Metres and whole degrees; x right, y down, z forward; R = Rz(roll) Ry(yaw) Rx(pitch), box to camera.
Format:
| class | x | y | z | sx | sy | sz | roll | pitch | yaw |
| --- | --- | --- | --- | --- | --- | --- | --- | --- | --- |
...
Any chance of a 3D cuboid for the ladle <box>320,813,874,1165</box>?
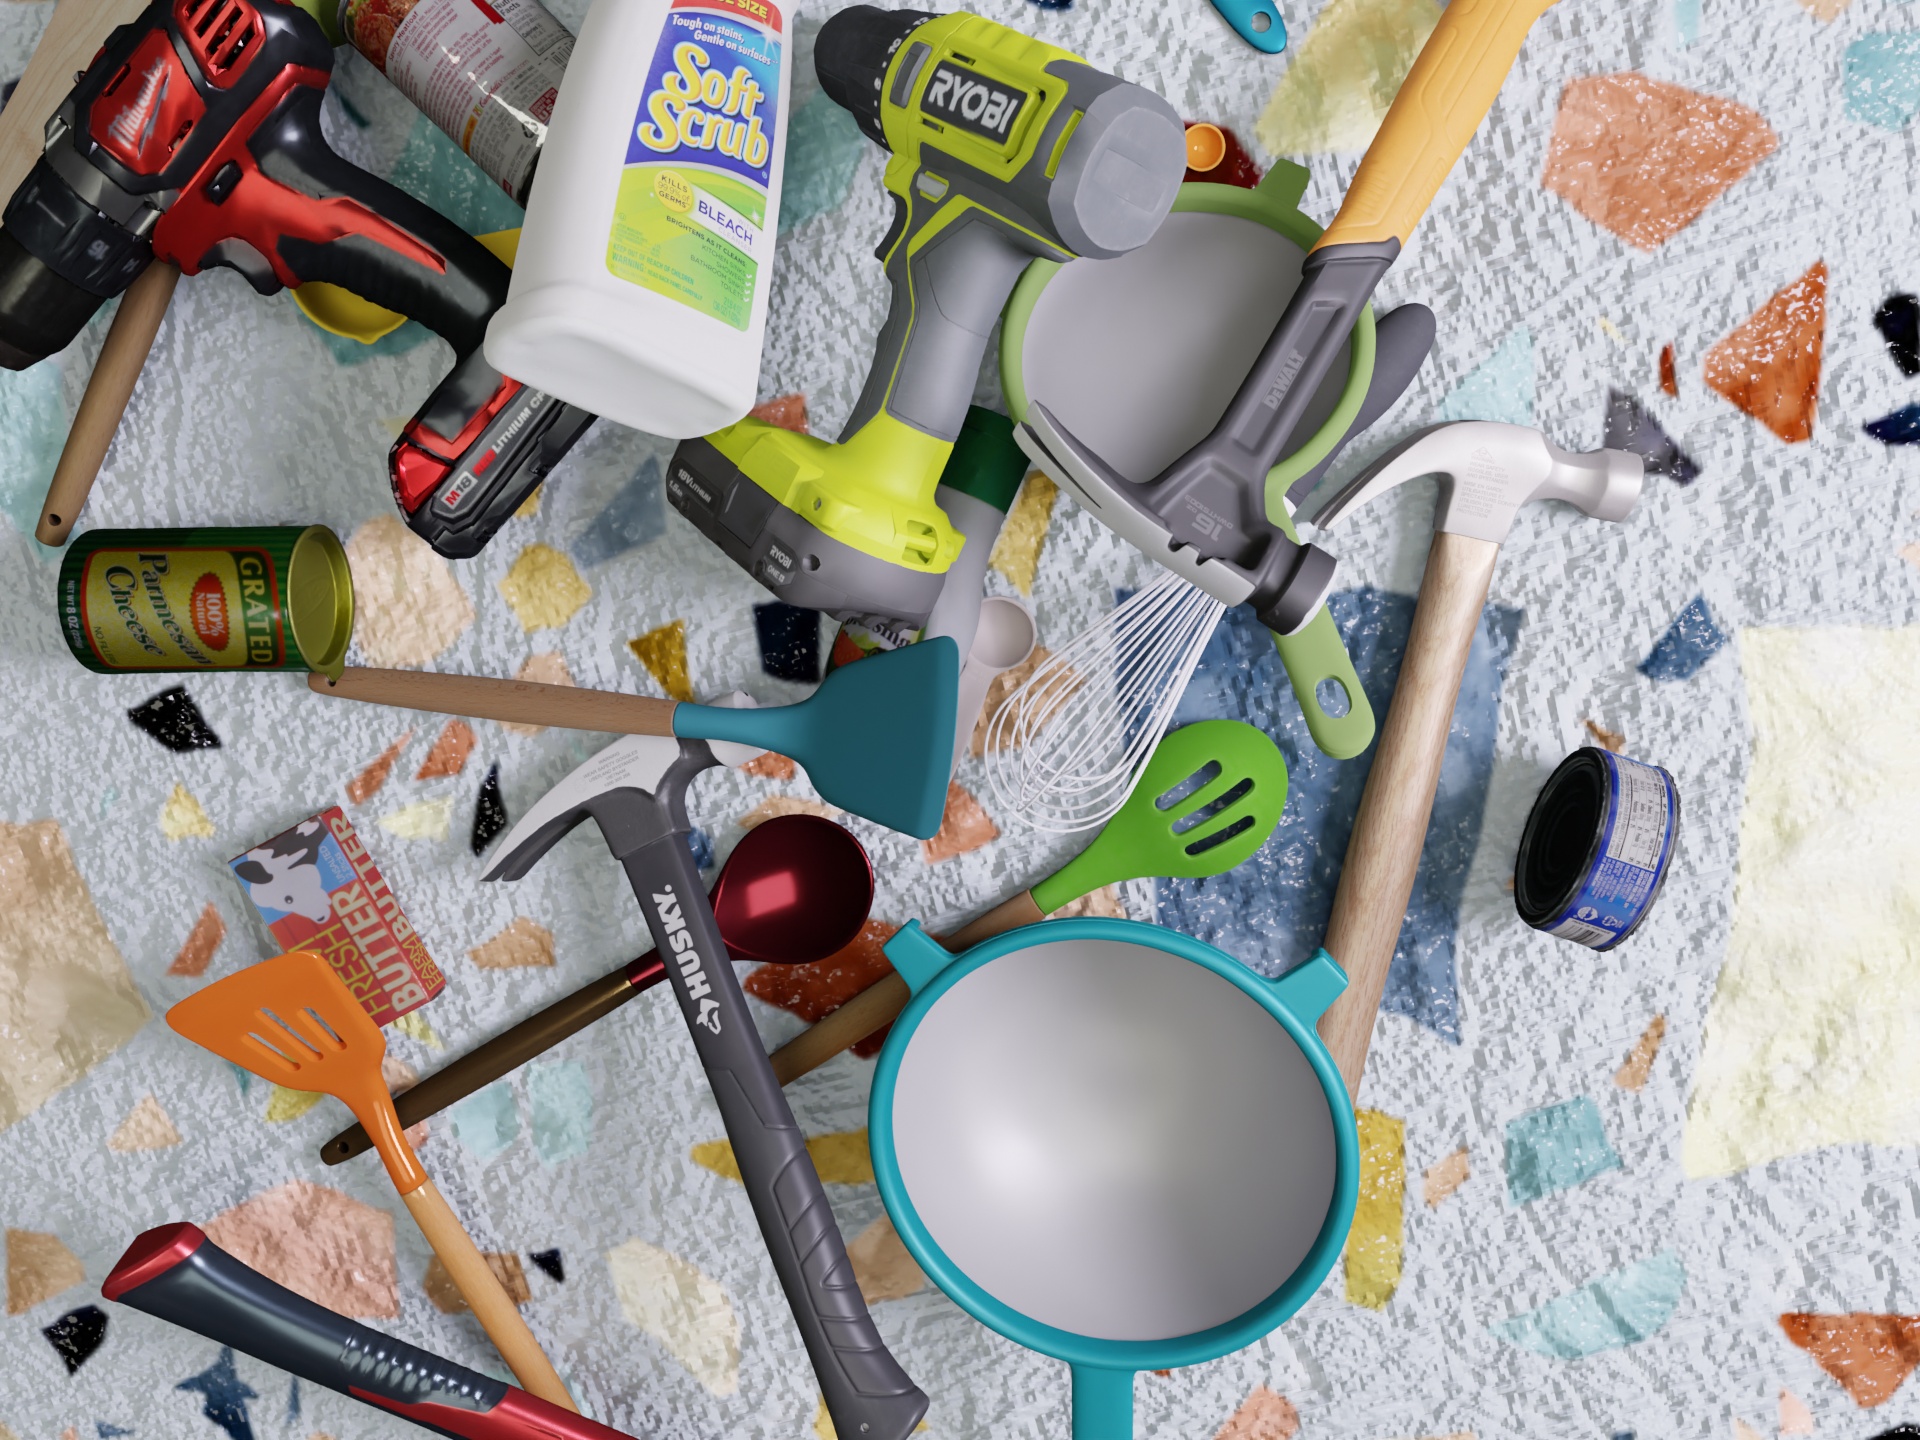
| class | x | y | z | sx | sy | sz | roll | pitch | yaw |
| --- | --- | --- | --- | --- | --- | --- | --- | --- | --- |
| ladle | -0.176 | 0.136 | 0.755 | 0.315 | 0.031 | 0.069 | -30 | 86 | 9 |

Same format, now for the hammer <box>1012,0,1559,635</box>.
| class | x | y | z | sx | sy | sz | roll | pitch | yaw |
| --- | --- | --- | --- | --- | --- | --- | --- | --- | --- |
| hammer | 0.154 | -0.200 | 0.613 | 0.127 | 0.034 | 0.337 | 33 | 75 | -3 |

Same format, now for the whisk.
| class | x | y | z | sx | sy | sz | roll | pitch | yaw |
| --- | --- | --- | --- | --- | --- | --- | --- | --- | --- |
| whisk | 0.114 | -0.067 | 0.698 | 0.070 | 0.070 | 0.284 | 39 | 94 | -5 |

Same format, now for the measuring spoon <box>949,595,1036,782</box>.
| class | x | y | z | sx | sy | sz | roll | pitch | yaw |
| --- | --- | --- | --- | --- | --- | --- | --- | --- | --- |
| measuring spoon | -0.001 | -0.002 | 0.734 | 0.034 | 0.018 | 0.124 | 27 | 107 | 0 |

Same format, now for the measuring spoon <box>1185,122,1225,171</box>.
| class | x | y | z | sx | sy | sz | roll | pitch | yaw |
| --- | --- | --- | --- | --- | --- | --- | --- | --- | --- |
| measuring spoon | 0.056 | -0.245 | 0.689 | 0.117 | 0.011 | 0.021 | -2 | 102 | 6 |

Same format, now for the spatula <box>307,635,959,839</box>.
| class | x | y | z | sx | sy | sz | roll | pitch | yaw |
| --- | --- | --- | --- | --- | --- | --- | --- | --- | --- |
| spatula | -0.150 | -0.006 | 0.689 | 0.317 | 0.044 | 0.082 | 5 | 87 | 14 |

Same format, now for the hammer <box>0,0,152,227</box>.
| class | x | y | z | sx | sy | sz | roll | pitch | yaw |
| --- | --- | --- | --- | --- | --- | --- | --- | --- | --- |
| hammer | -0.468 | -0.162 | 0.706 | 0.146 | 0.038 | 0.410 | 33 | 99 | -3 |

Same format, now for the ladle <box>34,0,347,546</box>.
| class | x | y | z | sx | sy | sz | roll | pitch | yaw |
| --- | --- | --- | --- | --- | --- | --- | --- | --- | --- |
| ladle | -0.339 | -0.217 | 0.694 | 0.078 | 0.062 | 0.320 | 25 | 108 | -21 |

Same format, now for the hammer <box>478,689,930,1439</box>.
| class | x | y | z | sx | sy | sz | roll | pitch | yaw |
| --- | --- | --- | --- | --- | --- | --- | --- | --- | --- |
| hammer | -0.099 | 0.166 | 0.702 | 0.146 | 0.035 | 0.335 | -25 | 79 | 11 |

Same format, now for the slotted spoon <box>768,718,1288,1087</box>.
| class | x | y | z | sx | sy | sz | roll | pitch | yaw |
| --- | --- | --- | --- | --- | --- | --- | --- | --- | --- |
| slotted spoon | 0.016 | 0.101 | 0.744 | 0.314 | 0.031 | 0.070 | -33 | 100 | 9 |

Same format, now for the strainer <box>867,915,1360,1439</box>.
| class | x | y | z | sx | sy | sz | roll | pitch | yaw |
| --- | --- | --- | --- | --- | --- | --- | --- | --- | --- |
| strainer | 0.072 | 0.236 | 0.733 | 0.211 | 0.095 | 0.340 | 2 | 106 | 12 |

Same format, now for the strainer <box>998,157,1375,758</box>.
| class | x | y | z | sx | sy | sz | roll | pitch | yaw |
| --- | --- | --- | --- | --- | --- | --- | --- | --- | --- |
| strainer | 0.110 | -0.096 | 0.650 | 0.151 | 0.069 | 0.256 | -19 | 72 | 3 |

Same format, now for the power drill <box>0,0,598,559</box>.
| class | x | y | z | sx | sy | sz | roll | pitch | yaw |
| --- | --- | --- | --- | --- | --- | --- | --- | --- | --- |
| power drill | -0.269 | -0.165 | 0.647 | 0.226 | 0.080 | 0.188 | 41 | 97 | -18 |

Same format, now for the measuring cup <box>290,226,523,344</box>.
| class | x | y | z | sx | sy | sz | roll | pitch | yaw |
| --- | --- | --- | --- | --- | --- | --- | --- | --- | --- |
| measuring cup | -0.213 | -0.204 | 0.700 | 0.156 | 0.029 | 0.062 | -9 | 109 | -9 |

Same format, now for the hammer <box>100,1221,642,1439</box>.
| class | x | y | z | sx | sy | sz | roll | pitch | yaw |
| --- | --- | --- | --- | --- | --- | --- | --- | --- | --- |
| hammer | -0.223 | 0.348 | 0.762 | 0.386 | 0.038 | 0.143 | 28 | 105 | -11 |

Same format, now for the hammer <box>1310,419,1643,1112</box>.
| class | x | y | z | sx | sy | sz | roll | pitch | yaw |
| --- | --- | --- | --- | --- | --- | --- | --- | --- | --- |
| hammer | 0.198 | 0.028 | 0.722 | 0.130 | 0.031 | 0.331 | 12 | 101 | -1 |

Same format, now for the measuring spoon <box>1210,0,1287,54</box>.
| class | x | y | z | sx | sy | sz | roll | pitch | yaw |
| --- | --- | --- | --- | --- | --- | --- | --- | --- | --- |
| measuring spoon | 0.096 | -0.333 | 0.663 | 0.042 | 0.021 | 0.128 | -39 | 96 | 8 |

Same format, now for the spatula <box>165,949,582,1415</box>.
| class | x | y | z | sx | sy | sz | roll | pitch | yaw |
| --- | --- | --- | --- | --- | --- | --- | --- | --- | --- |
| spatula | -0.252 | 0.246 | 0.757 | 0.081 | 0.041 | 0.322 | -24 | 105 | 9 |

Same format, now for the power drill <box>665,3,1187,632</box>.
| class | x | y | z | sx | sy | sz | roll | pitch | yaw |
| --- | --- | --- | --- | --- | --- | --- | --- | --- | --- |
| power drill | -0.031 | -0.170 | 0.642 | 0.191 | 0.080 | 0.228 | 40 | 111 | 39 |
